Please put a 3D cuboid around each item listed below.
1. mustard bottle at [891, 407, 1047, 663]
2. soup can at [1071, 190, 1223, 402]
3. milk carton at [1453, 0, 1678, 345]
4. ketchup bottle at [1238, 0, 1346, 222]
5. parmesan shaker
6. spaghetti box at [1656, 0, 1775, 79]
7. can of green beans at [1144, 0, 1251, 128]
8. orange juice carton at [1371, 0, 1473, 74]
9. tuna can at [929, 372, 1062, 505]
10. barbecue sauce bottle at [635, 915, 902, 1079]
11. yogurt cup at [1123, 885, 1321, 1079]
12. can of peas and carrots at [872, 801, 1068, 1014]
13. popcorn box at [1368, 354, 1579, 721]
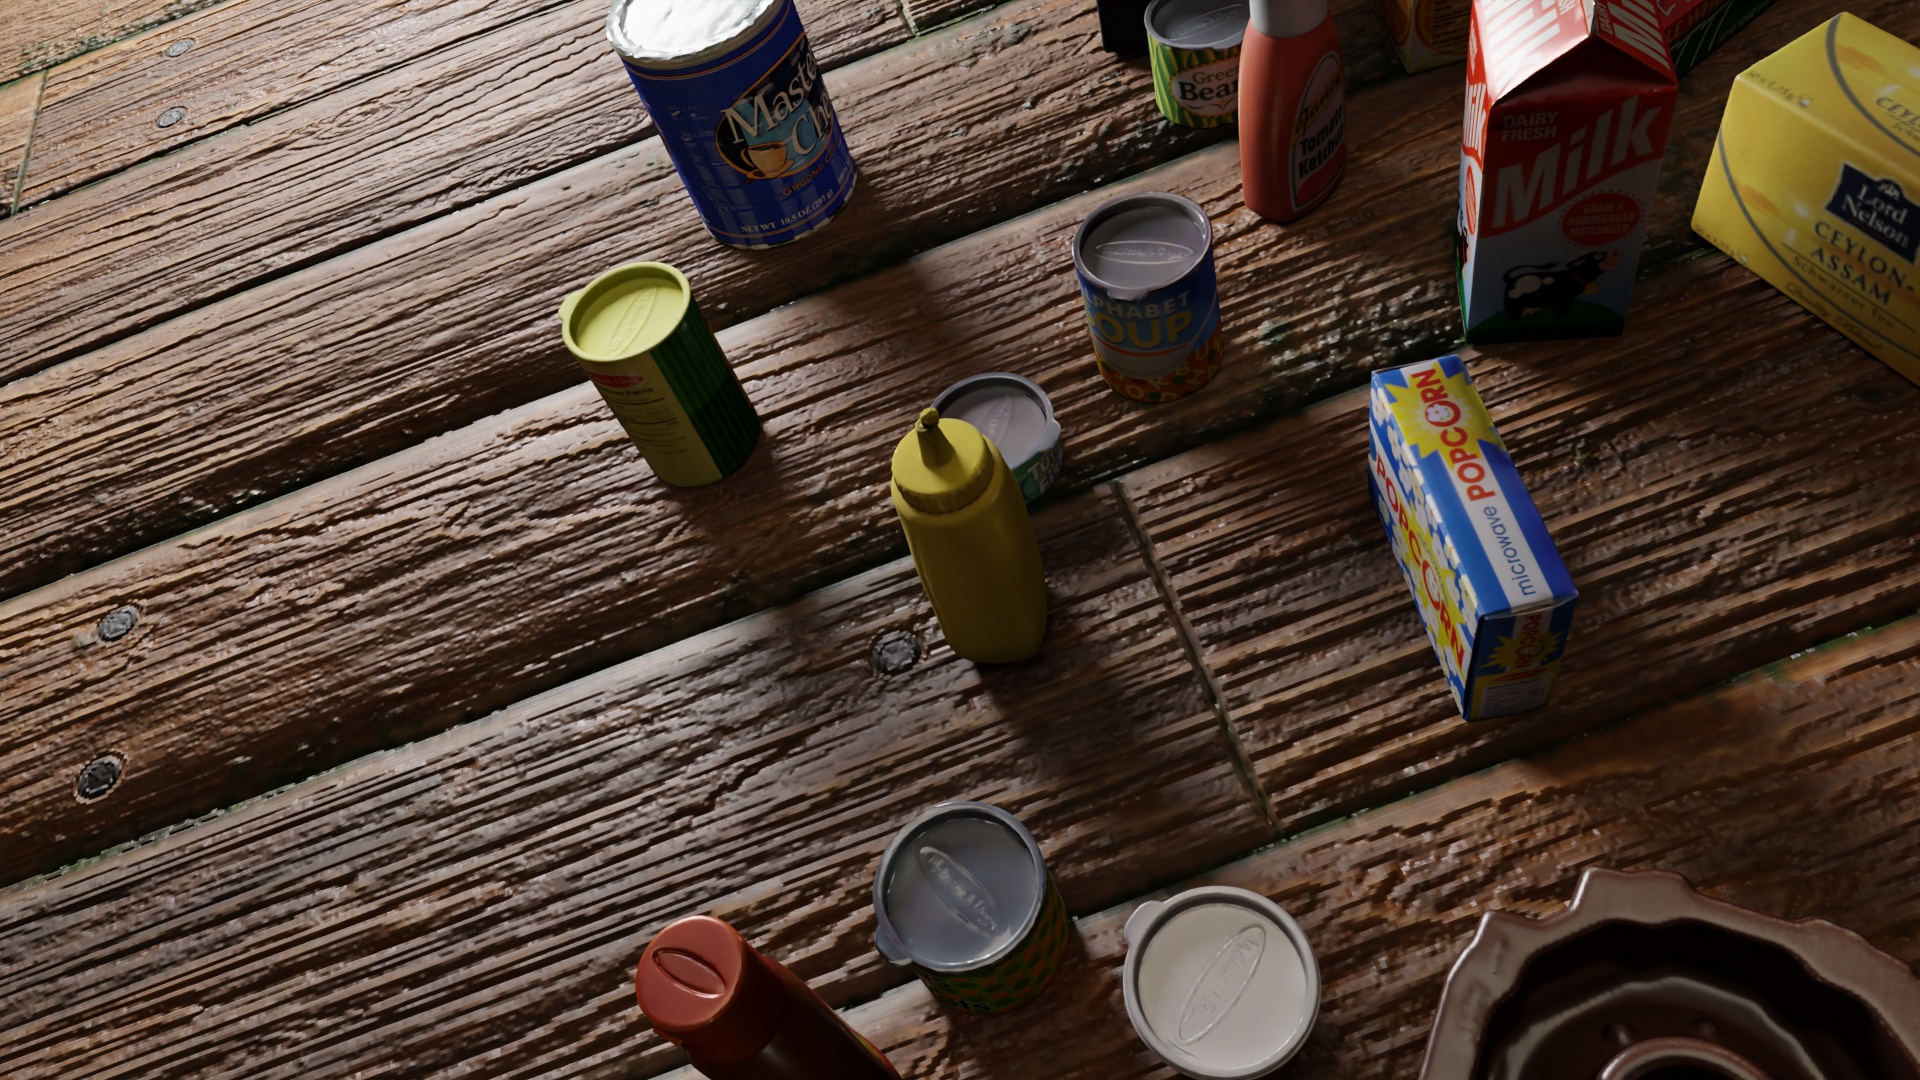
[{"bbox_3d":[0.002,-0.007,0.583,0.049,0.159,0.065,-8,54,10],"label":"mustard bottle"},{"bbox_3d":[0.093,-0.116,0.682,0.071,0.083,0.072,-7,54,11],"label":"soup can"},{"bbox_3d":[0.262,-0.176,0.610,0.073,0.189,0.073,-2,56,14],"label":"milk carton"},{"bbox_3d":[0.167,-0.236,0.705,0.043,0.148,0.065,33,70,32],"label":"ketchup bottle"},{"bbox_3d":[-0.153,-0.084,0.715,0.071,0.102,0.071,-7,54,11],"label":"parmesan shaker"},{"bbox_3d":[0.373,-0.269,0.733,0.250,0.050,0.029,-38,55,-12],"label":"spaghetti box"},{"bbox_3d":[0.142,-0.281,0.800,0.071,0.057,0.071,-7,54,11],"label":"can of green beans"},{"bbox_3d":[0.264,-0.354,0.734,0.073,0.191,0.072,-14,54,6],"label":"orange juice carton"},{"bbox_3d":[0.019,-0.048,0.686,0.071,0.032,0.071,-7,54,10],"label":"tuna can"},{"bbox_3d":[-0.067,0.173,0.482,0.065,0.148,0.044,19,63,26],"label":"barbecue sauce bottle"},{"bbox_3d":[0.096,0.166,0.501,0.072,0.053,0.073,-7,54,11],"label":"yogurt cup"},{"bbox_3d":[0.004,0.145,0.538,0.071,0.058,0.071,-7,54,11],"label":"can of peas and carrots"},{"bbox_3d":[0.205,-0.001,0.569,0.038,0.085,0.127,-15,53,6],"label":"popcorn box"}]
